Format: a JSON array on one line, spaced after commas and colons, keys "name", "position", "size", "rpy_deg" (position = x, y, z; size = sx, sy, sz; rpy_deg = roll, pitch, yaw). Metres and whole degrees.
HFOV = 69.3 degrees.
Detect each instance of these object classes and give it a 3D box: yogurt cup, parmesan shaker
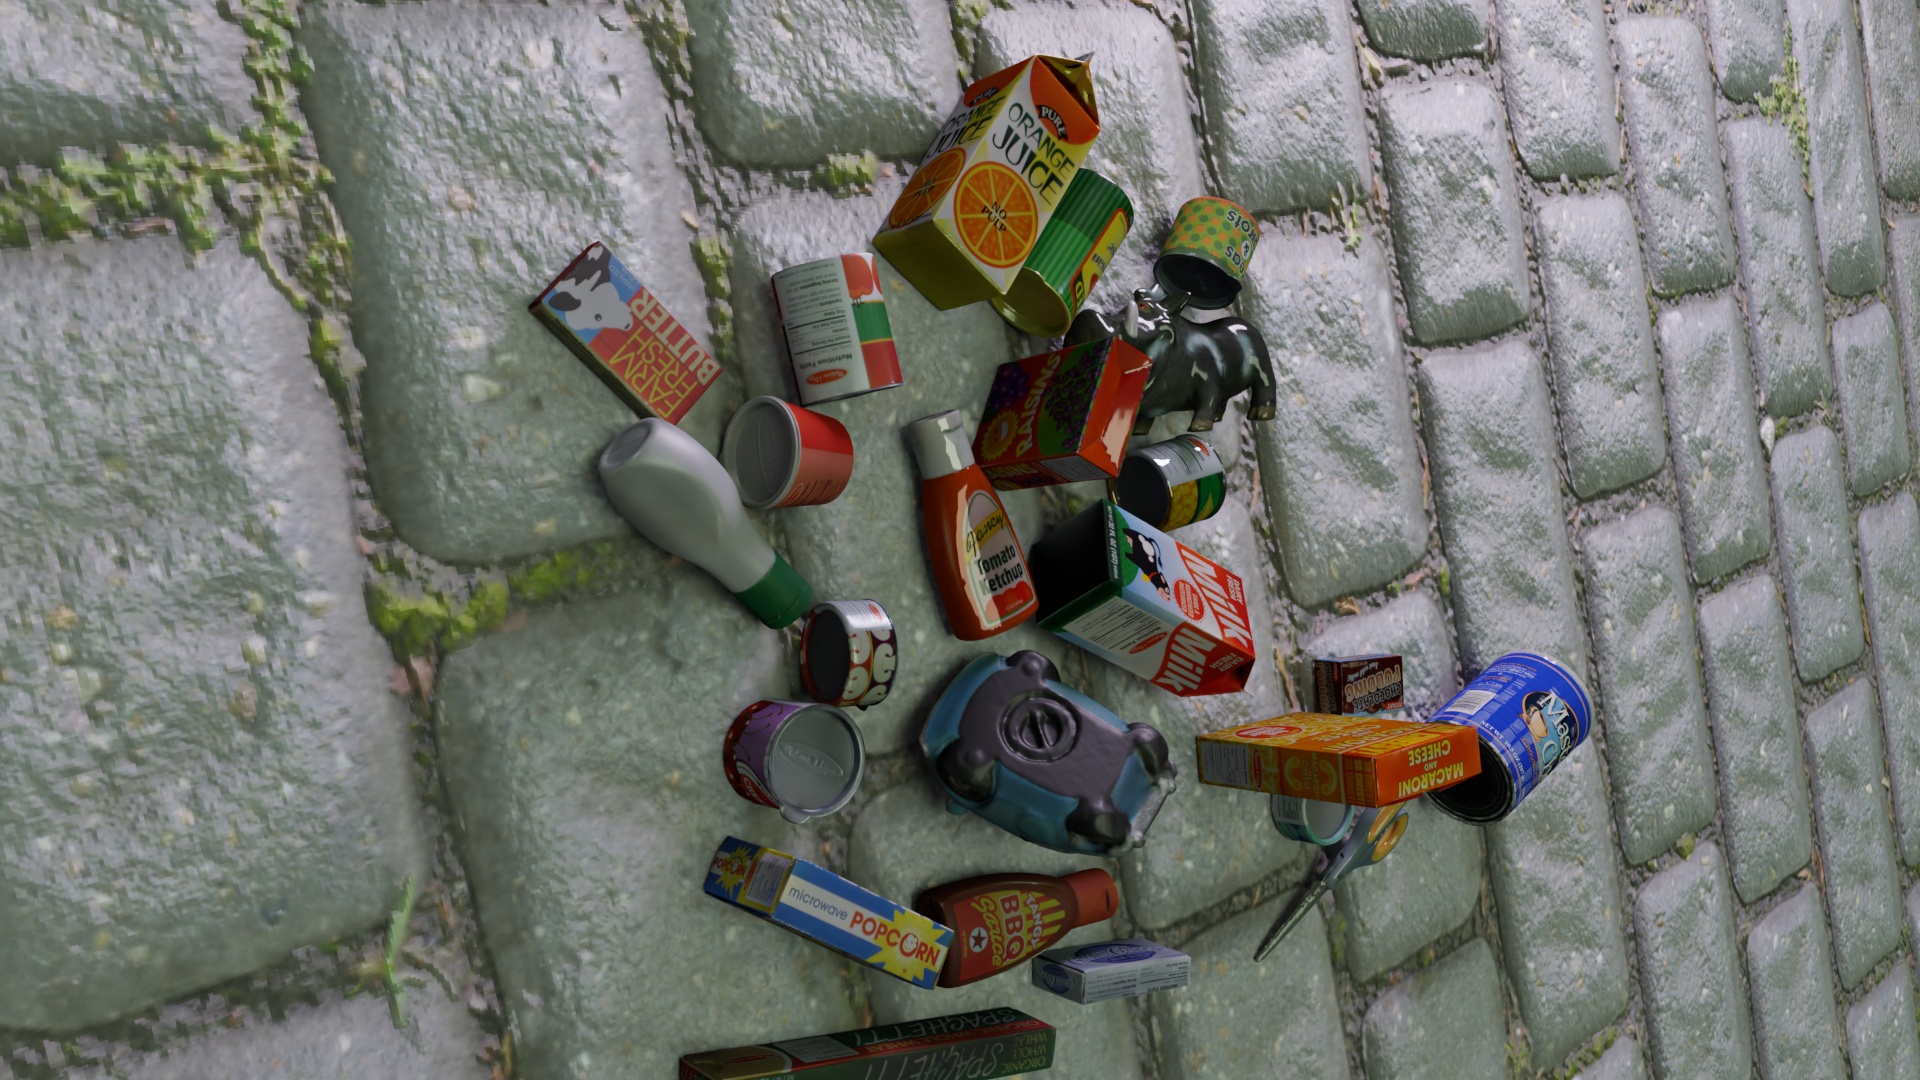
[{"name": "yogurt cup", "position": [-0.101, -0.050, 0.834], "size": [0.054, 0.072, 0.072], "rpy_deg": [5, 85, -48]}, {"name": "parmesan shaker", "position": [0.071, -0.202, 0.964], "size": [0.071, 0.071, 0.103], "rpy_deg": [44, 64, -27]}]

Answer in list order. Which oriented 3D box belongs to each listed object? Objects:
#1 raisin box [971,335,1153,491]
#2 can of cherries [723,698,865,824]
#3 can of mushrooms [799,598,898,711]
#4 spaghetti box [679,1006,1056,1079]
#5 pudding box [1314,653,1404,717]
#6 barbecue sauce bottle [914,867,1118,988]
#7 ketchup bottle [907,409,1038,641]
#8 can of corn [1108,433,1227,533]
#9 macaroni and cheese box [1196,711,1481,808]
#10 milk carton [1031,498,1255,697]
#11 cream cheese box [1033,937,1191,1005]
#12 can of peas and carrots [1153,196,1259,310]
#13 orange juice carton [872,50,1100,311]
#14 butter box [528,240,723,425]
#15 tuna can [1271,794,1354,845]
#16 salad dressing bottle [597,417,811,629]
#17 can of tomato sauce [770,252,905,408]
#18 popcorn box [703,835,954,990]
[{"name": "raisin box", "position": [0.064, -0.082, 0.920], "size": [0.040, 0.123, 0.086], "rpy_deg": [27, 72, -31]}, {"name": "can of cherries", "position": [-0.101, 0.131, 0.829], "size": [0.071, 0.058, 0.071], "rpy_deg": [1, 88, -37]}, {"name": "can of mushrooms", "position": [-0.069, 0.071, 0.851], "size": [0.033, 0.071, 0.071], "rpy_deg": [0, 88, -36]}, {"name": "spaghetti box", "position": [-0.050, 0.323, 0.862], "size": [0.250, 0.050, 0.028], "rpy_deg": [6, 86, -36]}, {"name": "pudding box", "position": [0.335, 0.122, 1.168], "size": [0.084, 0.030, 0.049], "rpy_deg": [-1, 89, -36]}, {"name": "barbecue sauce bottle", "position": [0.040, 0.253, 0.936], "size": [0.149, 0.043, 0.065], "rpy_deg": [-4, 89, -37]}, {"name": "ketchup bottle", "position": [0.003, -0.012, 0.922], "size": [0.065, 0.043, 0.148], "rpy_deg": [-26, 102, -39]}, {"name": "can of corn", "position": [0.151, -0.038, 1.020], "size": [0.058, 0.071, 0.071], "rpy_deg": [-17, 98, -35]}, {"name": "macaroni and cheese box", "position": [0.281, 0.162, 1.041], "size": [0.124, 0.166, 0.040], "rpy_deg": [-7, 92, -36]}, {"name": "milk carton", "position": [0.144, 0.051, 0.991], "size": [0.190, 0.073, 0.073], "rpy_deg": [28, 44, -32]}, {"name": "cream cheese box", "position": [0.107, 0.302, 0.976], "size": [0.104, 0.053, 0.024], "rpy_deg": [4, 87, -36]}, {"name": "can of peas and carrots", "position": [0.189, -0.218, 1.052], "size": [0.071, 0.071, 0.059], "rpy_deg": [37, 67, -29]}, {"name": "orange juice carton", "position": [0.027, -0.254, 0.934], "size": [0.073, 0.071, 0.193], "rpy_deg": [41, 66, -29]}, {"name": "butter box", "position": [-0.190, -0.115, 0.796], "size": [0.103, 0.024, 0.053], "rpy_deg": [47, 63, -25]}, {"name": "tuna can", "position": [0.288, 0.213, 1.127], "size": [0.071, 0.033, 0.071], "rpy_deg": [2, 87, -36]}, {"name": "salad dressing bottle", "position": [-0.144, -0.006, 0.806], "size": [0.147, 0.064, 0.044], "rpy_deg": [50, 32, -33]}, {"name": "can of tomato sauce", "position": [-0.075, -0.129, 0.857], "size": [0.071, 0.071, 0.083], "rpy_deg": [-17, 96, -36]}, {"name": "popcorn box", "position": [-0.078, 0.220, 0.824], "size": [0.126, 0.085, 0.038], "rpy_deg": [34, 68, -30]}]
